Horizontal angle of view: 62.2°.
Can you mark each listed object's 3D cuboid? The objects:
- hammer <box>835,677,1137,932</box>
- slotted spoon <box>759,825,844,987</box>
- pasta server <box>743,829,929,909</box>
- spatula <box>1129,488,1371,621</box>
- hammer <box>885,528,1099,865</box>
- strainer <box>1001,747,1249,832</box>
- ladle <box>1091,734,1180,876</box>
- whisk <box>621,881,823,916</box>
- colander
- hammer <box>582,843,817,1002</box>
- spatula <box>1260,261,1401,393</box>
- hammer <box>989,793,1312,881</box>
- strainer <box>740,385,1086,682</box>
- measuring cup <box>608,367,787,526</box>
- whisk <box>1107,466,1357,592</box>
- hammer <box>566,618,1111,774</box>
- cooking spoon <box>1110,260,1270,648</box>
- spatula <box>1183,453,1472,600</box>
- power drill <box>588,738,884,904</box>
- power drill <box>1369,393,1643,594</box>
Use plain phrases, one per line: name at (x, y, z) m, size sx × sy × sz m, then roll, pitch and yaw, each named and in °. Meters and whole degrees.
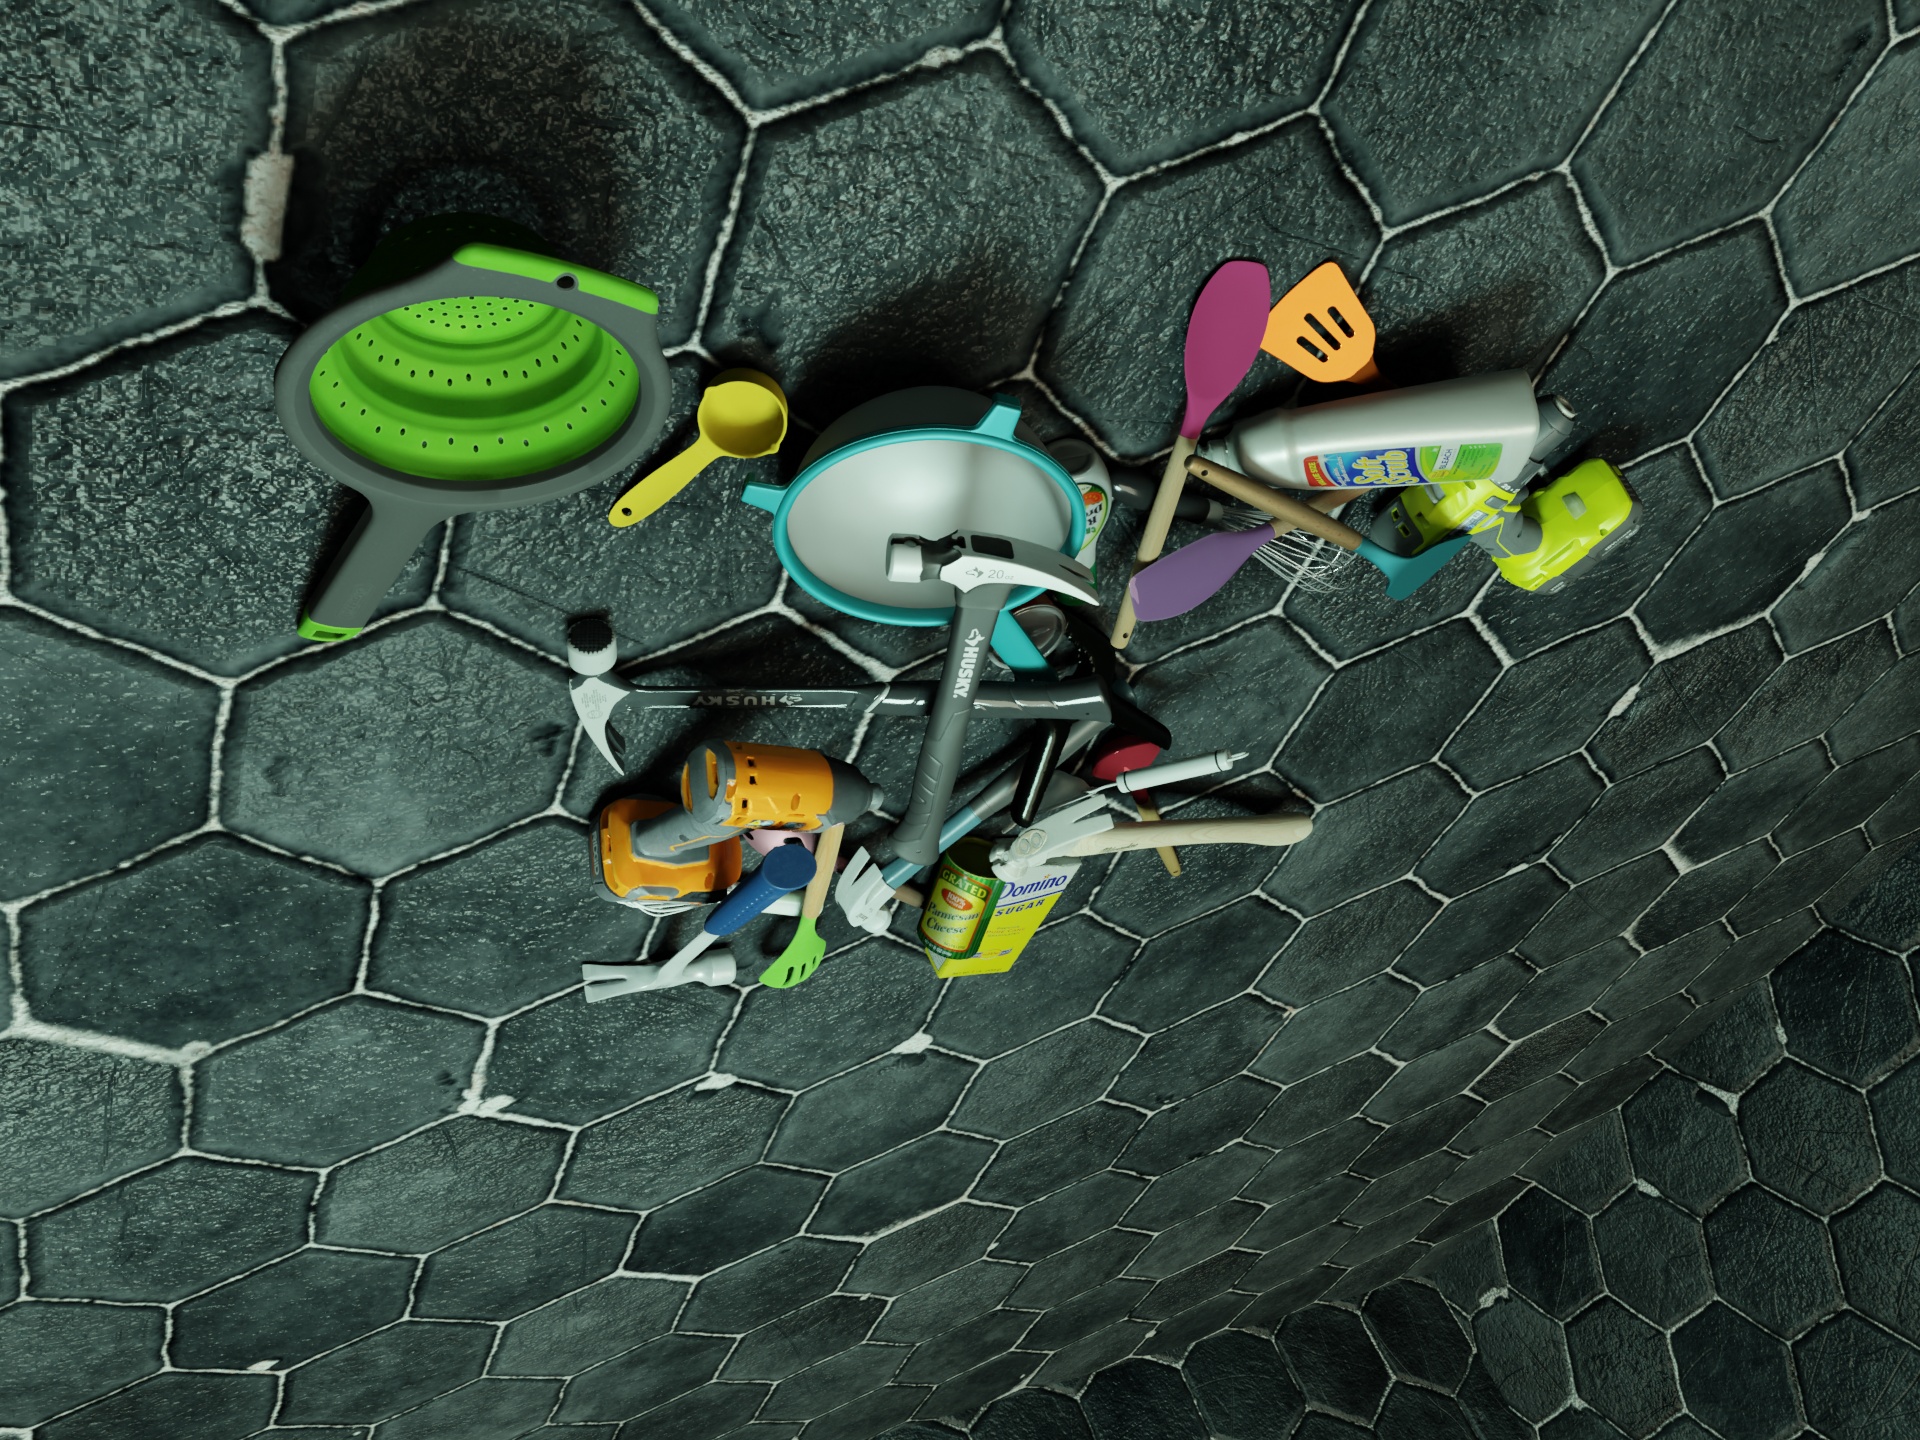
hammer at (0.024, 0.074, 1.436) m, size 0.331 × 0.033 × 0.128 m, roll -38°, pitch 157°, yaw 1°
slotted spoon at (-0.132, 0.159, 1.424) m, size 0.070 × 0.031 × 0.313 m, roll -23°, pitch 151°, yaw -31°
pasta server at (-0.095, 0.137, 1.482) m, size 0.060 × 0.040 × 0.316 m, roll -38°, pitch 147°, yaw 14°
spatula at (0.270, -0.162, 1.278) m, size 0.316 × 0.018 × 0.059 m, roll -29°, pitch 130°, yaw -12°
hammer at (-0.002, -0.004, 1.170) m, size 0.146 × 0.035 × 0.334 m, roll 3°, pitch 137°, yaw -11°
strainer at (0.144, 0.056, 1.458) m, size 0.258 × 0.050 × 0.087 m, roll -15°, pitch -178°, yaw 29°
ladle at (0.190, 0.090, 1.604) m, size 0.069 × 0.031 × 0.315 m, roll -22°, pitch 146°, yaw 6°
whisk at (-0.210, 0.154, 1.410) m, size 0.058 × 0.059 × 0.246 m, roll -47°, pitch 145°, yaw 22°
colander at (-0.314, -0.172, 0.925) m, size 0.204 × 0.095 × 0.397 m, roll 6°, pitch 150°, yaw -38°
hammer at (-0.208, 0.174, 1.318) m, size 0.144 × 0.035 × 0.405 m, roll -5°, pitch 162°, yaw -26°
spatula at (0.345, -0.264, 1.274) m, size 0.081 × 0.041 × 0.322 m, roll -44°, pitch 145°, yaw 22°
hammer at (0.222, 0.107, 1.566) m, size 0.410 × 0.038 × 0.146 m, roll 0°, pitch 157°, yaw -43°
strainer at (0.002, -0.132, 1.141) m, size 0.211 × 0.095 × 0.340 m, roll -15°, pitch 148°, yaw 18°
measuring cup at (-0.176, -0.177, 1.046) m, size 0.156 × 0.029 × 0.062 m, roll -32°, pitch 125°, yaw 28°
whisk at (0.223, -0.162, 1.297) m, size 0.284 × 0.070 × 0.070 m, roll 13°, pitch 128°, yaw -35°
hammer at (-0.084, -0.013, 1.202) m, size 0.409 × 0.036 × 0.149 m, roll 1°, pitch 142°, yaw -8°
cooking spoon at (0.164, -0.192, 1.202) m, size 0.068 × 0.017 × 0.318 m, roll -3°, pitch 125°, yaw -29°
spatula at (0.291, -0.156, 1.262) m, size 0.317 × 0.044 × 0.082 m, roll 18°, pitch 130°, yaw -33°
power drill at (-0.176, 0.080, 1.245) m, size 0.164 × 0.084 × 0.226 m, roll 7°, pitch 155°, yaw -39°
power drill at (0.491, -0.193, 1.384) m, size 0.228 × 0.080 × 0.190 m, roll 8°, pitch 141°, yaw -40°
